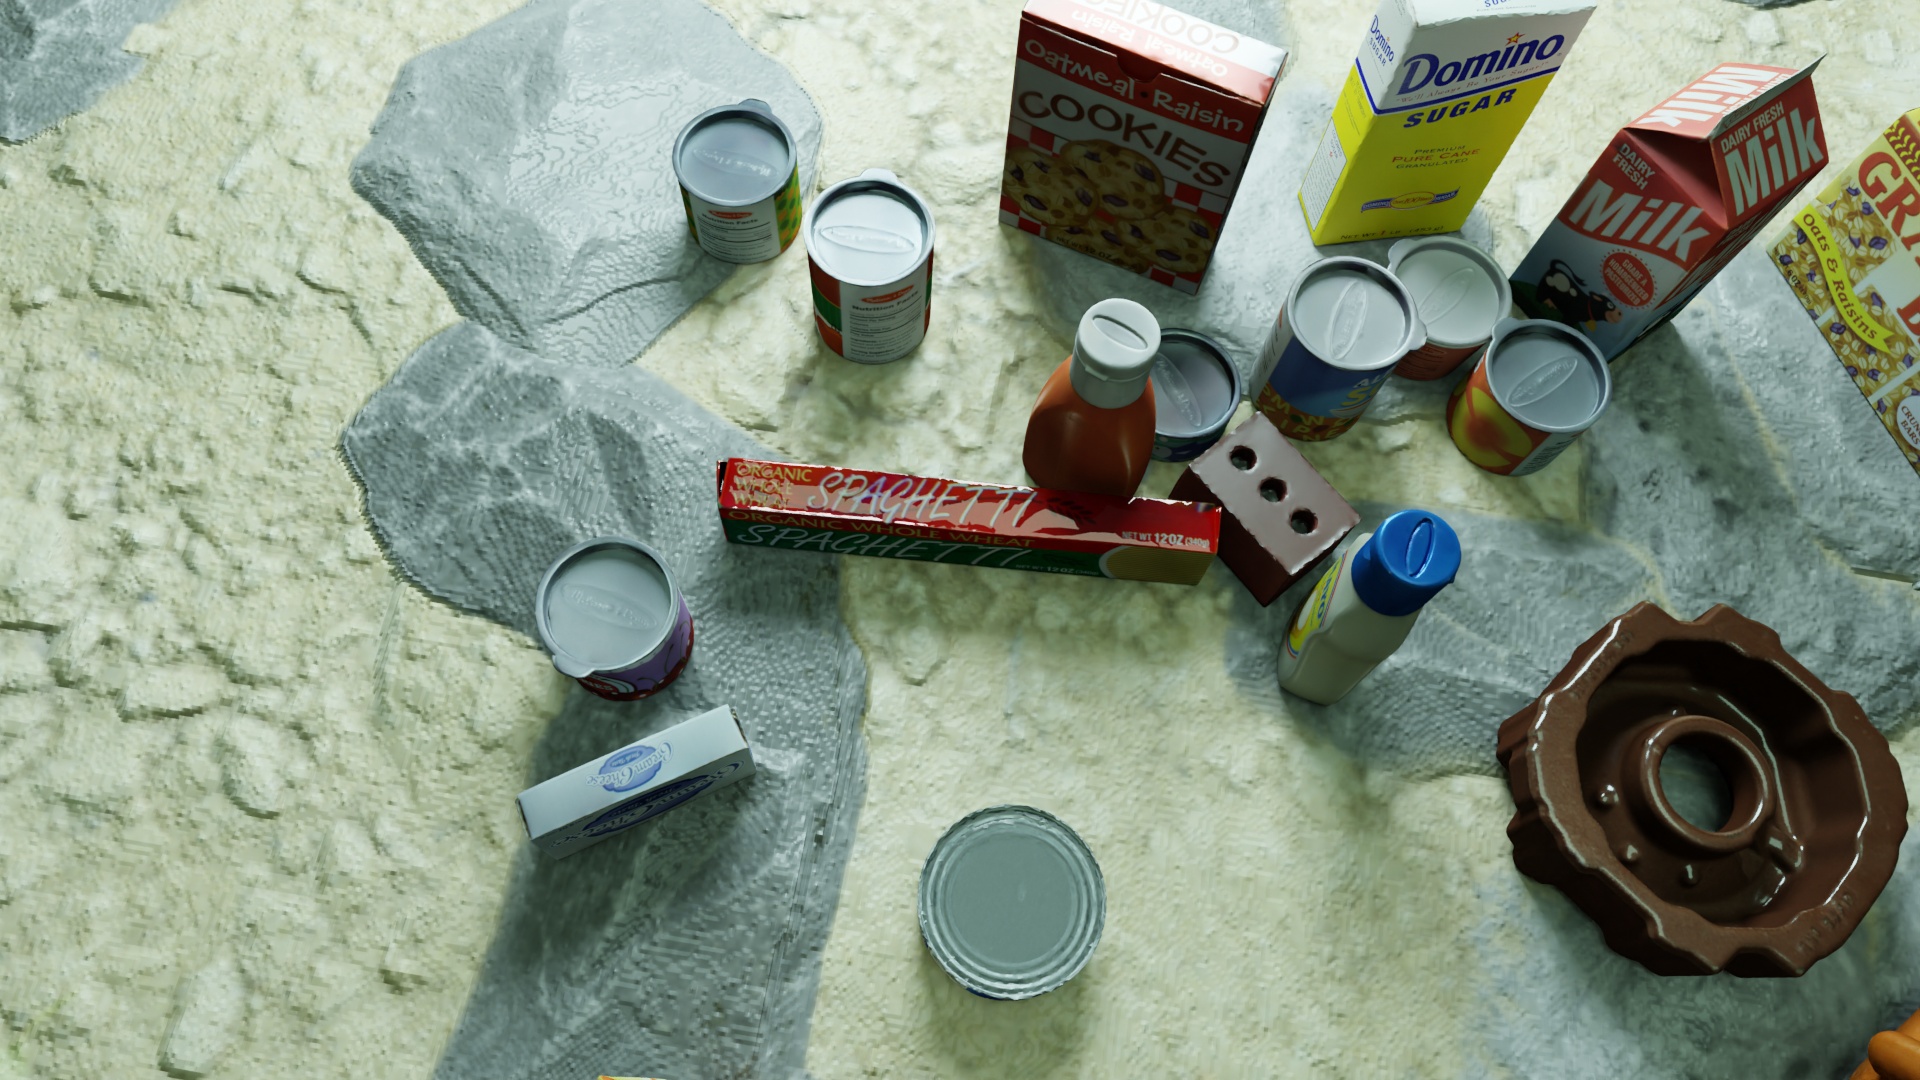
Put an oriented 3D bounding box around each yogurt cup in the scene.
[{"bbox_3d":[0.257,-0.123,0.757,0.072,0.053,0.072,1,68,-2],"label":"yogurt cup"}]

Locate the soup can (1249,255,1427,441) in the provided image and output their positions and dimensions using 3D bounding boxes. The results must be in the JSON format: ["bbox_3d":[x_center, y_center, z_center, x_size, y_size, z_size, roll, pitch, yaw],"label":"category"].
[{"bbox_3d":[0.196,-0.097,0.728,0.071,0.083,0.071,1,68,-2],"label":"soup can"}]

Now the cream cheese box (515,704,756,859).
[{"bbox_3d":[-0.147,0.112,0.643,0.104,0.053,0.024,-23,71,-11],"label":"cream cheese box"}]

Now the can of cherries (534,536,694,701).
[{"bbox_3d":[-0.166,0.041,0.668,0.071,0.058,0.072,1,68,-2],"label":"can of cherries"}]

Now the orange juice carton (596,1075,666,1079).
[{"bbox_3d":[-0.110,0.248,0.515,0.073,0.192,0.072,23,69,7],"label":"orange juice carton"}]

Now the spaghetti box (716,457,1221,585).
[{"bbox_3d":[0.003,-0.009,0.701,0.250,0.050,0.029,5,68,-1],"label":"spaghetti box"}]

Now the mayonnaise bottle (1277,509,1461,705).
[{"bbox_3d":[0.186,0.029,0.642,0.041,0.147,0.065,22,69,6],"label":"mayonnaise bottle"}]

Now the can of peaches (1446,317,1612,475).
[{"bbox_3d":[0.299,-0.077,0.738,0.071,0.058,0.071,1,68,-2],"label":"can of peaches"}]

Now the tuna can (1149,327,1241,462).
[{"bbox_3d":[0.112,-0.076,0.743,0.071,0.032,0.071,1,68,-2],"label":"tuna can"}]

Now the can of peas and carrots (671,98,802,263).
[{"bbox_3d":[-0.121,-0.198,0.767,0.071,0.058,0.071,1,68,-2],"label":"can of peas and carrots"}]

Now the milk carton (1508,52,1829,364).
[{"bbox_3d":[0.361,-0.169,0.707,0.072,0.189,0.073,-32,73,-14],"label":"milk carton"}]

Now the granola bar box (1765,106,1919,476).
[{"bbox_3d":[0.518,-0.129,0.734,0.039,0.123,0.166,-18,70,-9],"label":"granola bar box"}]

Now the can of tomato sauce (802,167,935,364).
[{"bbox_3d":[-0.048,-0.143,0.735,0.071,0.082,0.071,1,68,-2],"label":"can of tomato sauce"}]

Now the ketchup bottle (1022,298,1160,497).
[{"bbox_3d":[0.066,-0.063,0.673,0.065,0.148,0.044,31,70,9],"label":"ketchup bottle"}]

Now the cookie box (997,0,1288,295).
[{"bbox_3d":[0.087,-0.205,0.721,0.123,0.166,0.040,23,69,6],"label":"cookie box"}]
